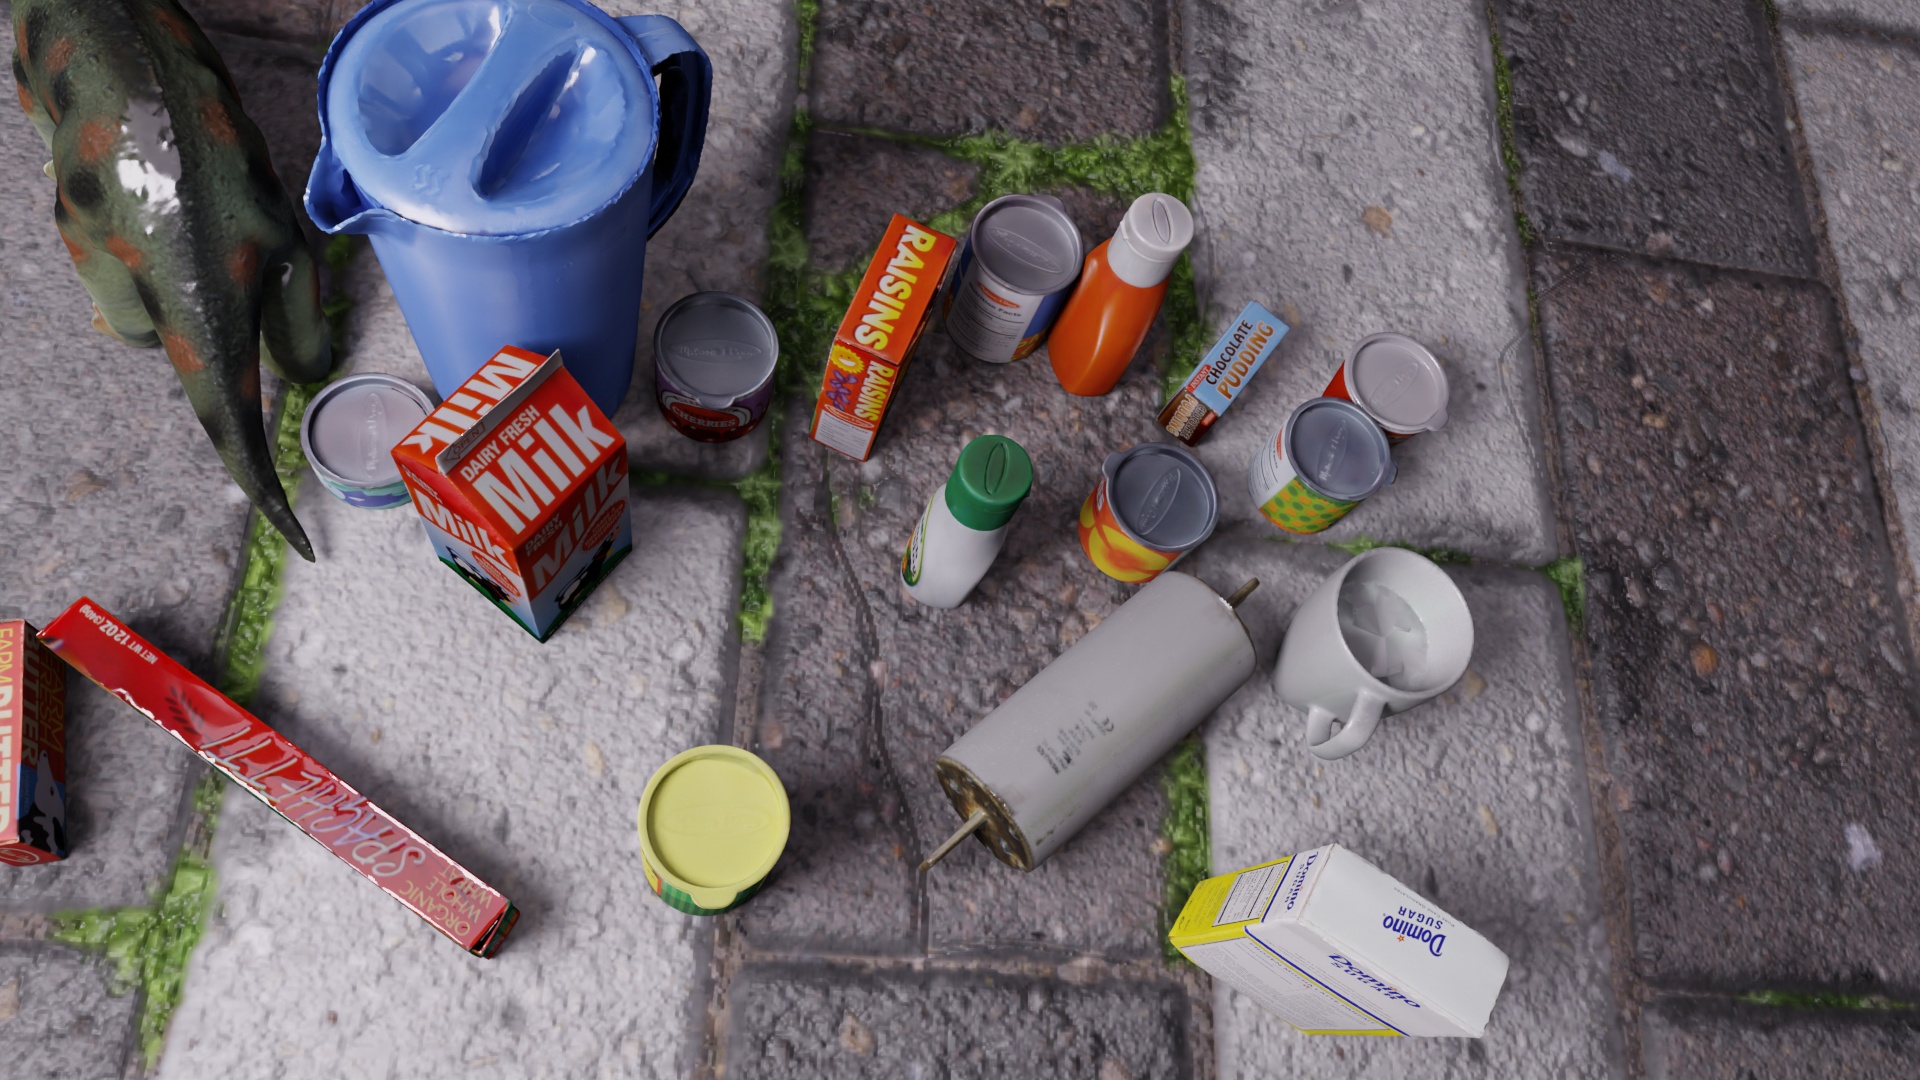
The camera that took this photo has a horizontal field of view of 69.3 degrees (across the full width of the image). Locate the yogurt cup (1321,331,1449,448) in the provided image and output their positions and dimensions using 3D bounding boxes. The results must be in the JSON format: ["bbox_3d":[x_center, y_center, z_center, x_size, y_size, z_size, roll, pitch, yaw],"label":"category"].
[{"bbox_3d":[0.257,-0.087,0.856,0.072,0.053,0.072,4,68,-11],"label":"yogurt cup"}]

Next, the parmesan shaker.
[{"bbox_3d":[-0.118,0.142,0.654,0.071,0.102,0.071,4,69,-11],"label":"parmesan shaker"}]

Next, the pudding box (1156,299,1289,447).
[{"bbox_3d":[0.159,-0.101,0.841,0.030,0.049,0.084,39,66,4],"label":"pudding box"}]

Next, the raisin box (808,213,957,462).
[{"bbox_3d":[-0.044,-0.107,0.758,0.040,0.123,0.086,24,66,-3],"label":"raisin box"}]

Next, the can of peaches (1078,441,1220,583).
[{"bbox_3d":[0.104,-0.016,0.791,0.071,0.058,0.071,4,68,-11],"label":"can of peaches"}]

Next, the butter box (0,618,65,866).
[{"bbox_3d":[-0.429,0.092,0.631,0.024,0.053,0.104,-7,71,-15],"label":"butter box"}]

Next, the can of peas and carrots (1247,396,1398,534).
[{"bbox_3d":[0.214,-0.043,0.826,0.071,0.058,0.071,4,68,-11],"label":"can of peas and carrots"}]

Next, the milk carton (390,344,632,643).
[{"bbox_3d":[-0.206,-0.024,0.651,0.073,0.189,0.072,38,66,3],"label":"milk carton"}]

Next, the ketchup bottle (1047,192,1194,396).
[{"bbox_3d":[0.089,-0.140,0.786,0.043,0.148,0.065,-3,70,-14],"label":"ketchup bottle"}]

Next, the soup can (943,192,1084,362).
[{"bbox_3d":[0.031,-0.153,0.814,0.071,0.083,0.071,4,69,-11],"label":"soup can"}]

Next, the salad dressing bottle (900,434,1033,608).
[{"bbox_3d":[0.003,-0.009,0.716,0.044,0.147,0.064,16,67,-6],"label":"salad dressing bottle"}]

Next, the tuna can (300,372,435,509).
[{"bbox_3d":[-0.303,-0.052,0.727,0.071,0.032,0.071,4,68,-11],"label":"tuna can"}]

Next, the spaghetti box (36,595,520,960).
[{"bbox_3d":[-0.315,0.113,0.650,0.250,0.050,0.029,35,66,2],"label":"spaghetti box"}]

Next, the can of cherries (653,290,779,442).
[{"bbox_3d":[-0.136,-0.092,0.766,0.071,0.058,0.072,4,68,-11],"label":"can of cherries"}]
